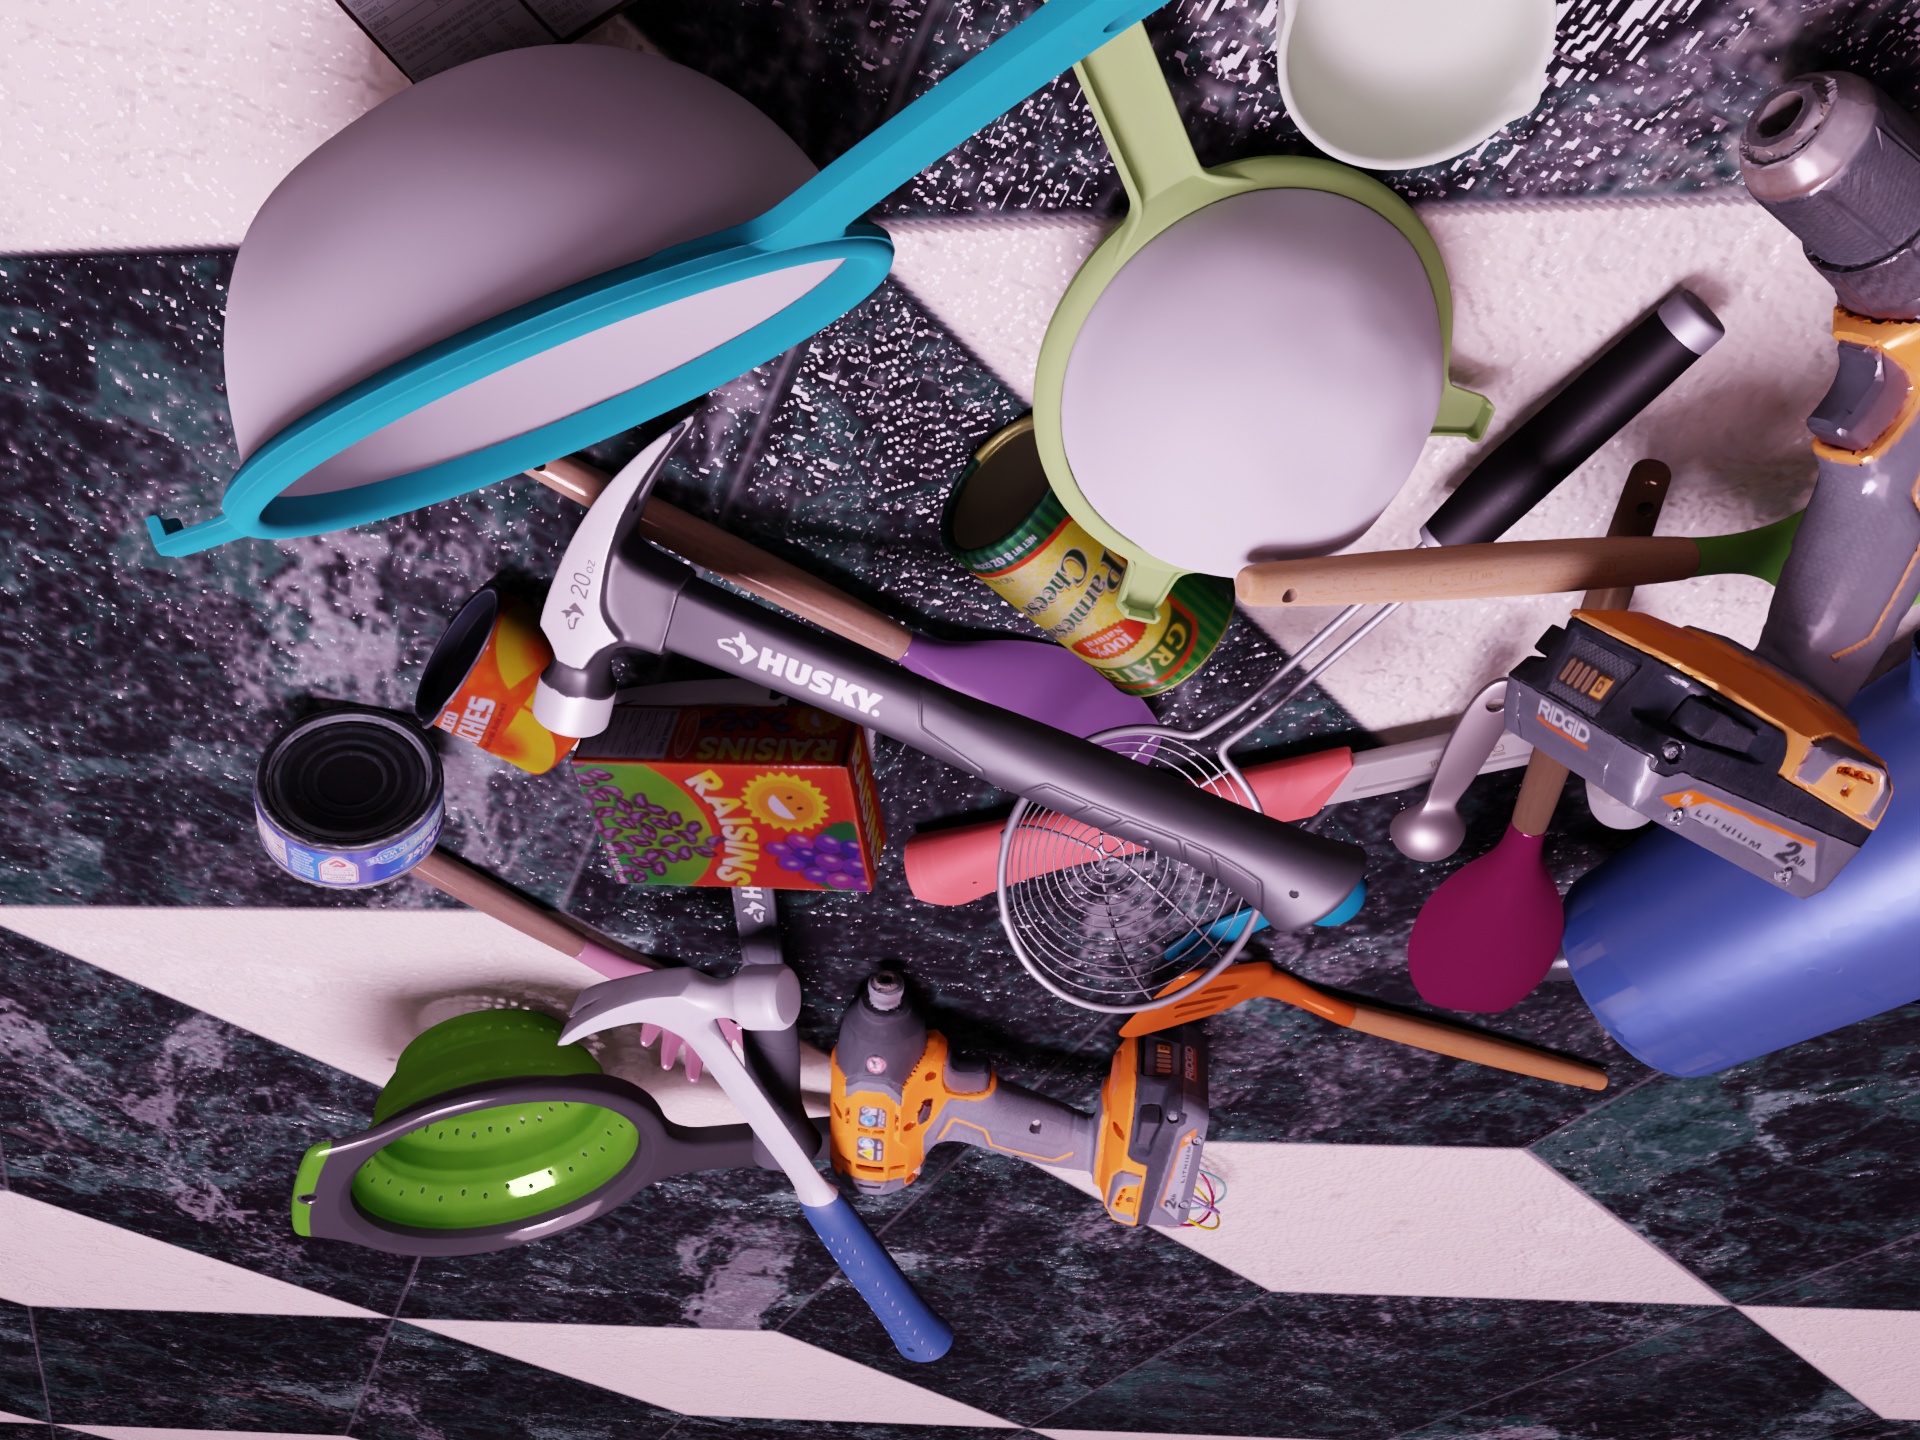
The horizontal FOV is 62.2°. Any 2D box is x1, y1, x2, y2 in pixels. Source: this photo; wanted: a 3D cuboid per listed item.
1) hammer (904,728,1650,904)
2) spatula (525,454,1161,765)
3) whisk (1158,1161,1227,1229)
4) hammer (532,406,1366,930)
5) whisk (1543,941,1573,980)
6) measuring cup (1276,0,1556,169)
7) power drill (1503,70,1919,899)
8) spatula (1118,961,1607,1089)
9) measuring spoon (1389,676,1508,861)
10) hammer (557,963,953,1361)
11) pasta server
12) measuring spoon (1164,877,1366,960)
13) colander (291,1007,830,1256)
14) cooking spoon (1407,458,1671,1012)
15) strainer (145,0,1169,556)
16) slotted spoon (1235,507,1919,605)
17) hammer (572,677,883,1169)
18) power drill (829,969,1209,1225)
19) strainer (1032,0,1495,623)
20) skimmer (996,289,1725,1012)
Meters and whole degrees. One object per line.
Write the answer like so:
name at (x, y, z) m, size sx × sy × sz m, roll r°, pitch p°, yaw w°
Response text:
hammer at (0.137, 0.031, 0.753) m, size 0.359 × 0.037 × 0.148 m, roll -13°, pitch 138°, yaw 20°
spatula at (-0.045, -0.045, 0.680) m, size 0.315 × 0.018 × 0.059 m, roll 26°, pitch 102°, yaw -21°
whisk at (0.093, 0.294, 1.084) m, size 0.244 × 0.047 × 0.051 m, roll 32°, pitch 135°, yaw -26°
hammer at (-0.001, -0.002, 0.623) m, size 0.335 × 0.035 × 0.146 m, roll 23°, pitch 120°, yaw 2°
whisk at (0.419, 0.098, 0.800) m, size 0.284 × 0.070 × 0.070 m, roll -16°, pitch 138°, yaw 32°
measuring cup at (0.146, -0.228, 0.425) m, size 0.083 × 0.038 × 0.167 m, roll 17°, pitch 138°, yaw -16°
power drill at (0.272, -0.073, 0.510) m, size 0.185 × 0.084 × 0.226 m, roll 24°, pitch 103°, yaw -27°
spatula at (0.249, 0.186, 0.934) m, size 0.322 × 0.041 × 0.081 m, roll 16°, pitch 139°, yaw -17°
measuring spoon at (0.219, 0.026, 0.697) m, size 0.034 × 0.018 × 0.124 m, roll 5°, pitch 140°, yaw -2°
hammer at (-0.095, 0.278, 0.956) m, size 0.144 × 0.035 × 0.405 m, roll -5°, pitch 133°, yaw 21°
pasta server at (-0.238, 0.122, 0.900) m, size 0.060 × 0.040 × 0.316 m, roll -35°, pitch 127°, yaw 23°
measuring spoon at (0.163, 0.115, 0.865) m, size 0.128 × 0.021 × 0.042 m, roll -30°, pitch 130°, yaw 34°
colander at (-0.220, 0.249, 1.032) m, size 0.397 × 0.095 × 0.204 m, roll 2°, pitch 137°, yaw -27°
cooking spoon at (0.249, 0.026, 0.679) m, size 0.069 × 0.017 × 0.318 m, roll 6°, pitch 132°, yaw 7°
strainer at (-0.087, -0.153, 0.434) m, size 0.340 × 0.211 × 0.095 m, roll -19°, pitch 98°, yaw 40°
slotted spoon at (0.238, -0.059, 0.566) m, size 0.313 × 0.031 × 0.070 m, roll -6°, pitch 130°, yaw -19°
hammer at (-0.113, 0.129, 0.863) m, size 0.149 × 0.036 × 0.408 m, roll 4°, pitch 135°, yaw 3°
power drill at (0.033, 0.225, 0.964) m, size 0.226 × 0.084 × 0.164 m, roll 6°, pitch 126°, yaw 4°
strainer at (0.081, -0.135, 0.491) m, size 0.151 × 0.069 × 0.256 m, roll -29°, pitch 129°, yaw 6°
skimmer at (0.149, -0.013, 0.623) m, size 0.127 × 0.090 × 0.363 m, roll 31°, pitch 128°, yaw -16°
